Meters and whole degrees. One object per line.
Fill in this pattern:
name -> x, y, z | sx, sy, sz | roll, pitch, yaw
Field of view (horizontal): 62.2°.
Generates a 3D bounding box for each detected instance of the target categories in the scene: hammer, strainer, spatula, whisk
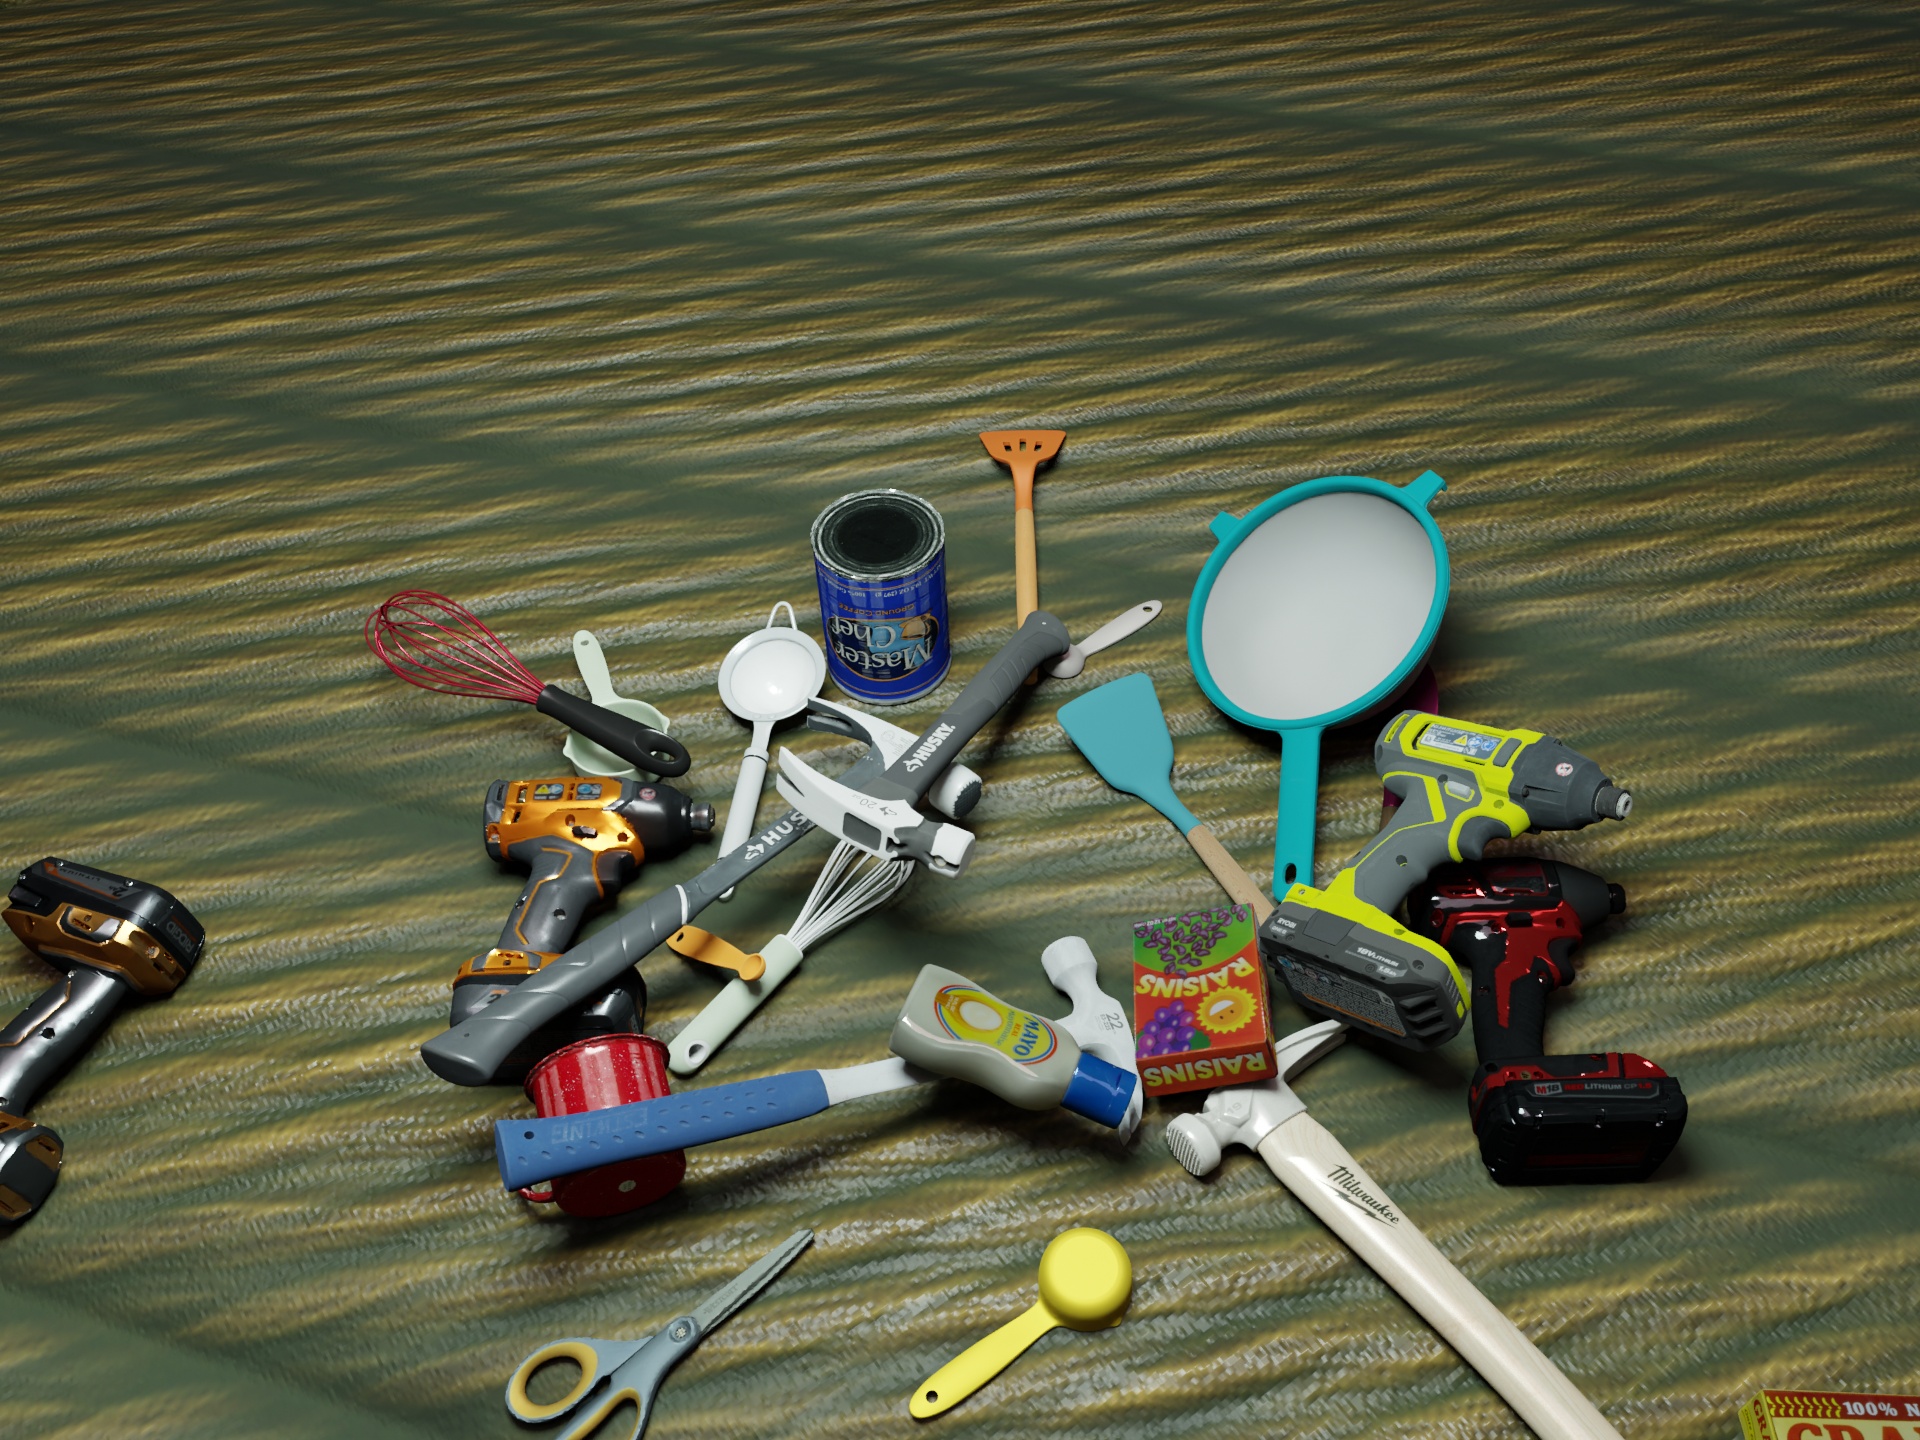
hammer -> 0.306, 0.348, 0.916 | 0.146, 0.038, 0.411 | -29, 54, -23
hammer -> -0.173, 0.108, 1.053 | 0.149, 0.036, 0.409 | 33, 49, 29
hammer -> -0.002, -0.004, 1.148 | 0.146, 0.035, 0.335 | 20, 34, 16
strainer -> -0.156, 0.023, 1.218 | 0.087, 0.050, 0.259 | 1, 54, 11
strainer -> 0.278, -0.015, 1.201 | 0.211, 0.095, 0.341 | -7, 65, 37
spatula -> 0.181, 0.092, 1.137 | 0.082, 0.044, 0.318 | -24, 52, -16
whisk -> -0.114, 0.152, 1.104 | 0.246, 0.057, 0.059 | -45, 26, -27
hammer -> -0.073, 0.228, 0.973 | 0.405, 0.035, 0.144 | -7, 49, -24
whisk -> -0.330, -0.026, 1.209 | 0.296, 0.073, 0.073 | 25, 54, 15
spatula -> 0.057, -0.155, 1.377 | 0.081, 0.041, 0.323 | -1, 53, 2

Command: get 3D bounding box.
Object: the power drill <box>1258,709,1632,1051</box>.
power drill -> 0.311, 0.095, 1.030 | 0.171, 0.080, 0.223 | 17, 58, 47

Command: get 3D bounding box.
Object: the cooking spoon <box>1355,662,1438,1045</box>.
cooking spoon -> 0.307, 0.086, 1.138 | 0.017, 0.068, 0.319 | 27, 55, -14

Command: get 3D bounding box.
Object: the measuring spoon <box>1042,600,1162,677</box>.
measuring spoon -> 0.118, -0.073, 1.303 | 0.124, 0.018, 0.034 | -31, 54, -23

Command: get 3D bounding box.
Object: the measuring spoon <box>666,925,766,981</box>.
measuring spoon -> -0.168, 0.159, 1.089 | 0.117, 0.011, 0.021 | 10, 62, 48

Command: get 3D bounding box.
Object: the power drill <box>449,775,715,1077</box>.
power drill -> -0.258, 0.130, 1.104 | 0.164, 0.084, 0.227 | -2, 45, -2

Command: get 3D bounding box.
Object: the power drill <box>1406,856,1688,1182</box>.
power drill -> 0.383, 0.182, 1.034 | 0.143, 0.078, 0.220 | -2, 46, 1

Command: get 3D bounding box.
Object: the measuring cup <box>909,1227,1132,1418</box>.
measuring cup -> 0.035, 0.352, 0.926 | 0.156, 0.029, 0.062 | -29, 54, -23

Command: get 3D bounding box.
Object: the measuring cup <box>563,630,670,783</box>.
measuring cup -> -0.277, -0.007, 1.251 | 0.083, 0.038, 0.168 | -18, 49, -13

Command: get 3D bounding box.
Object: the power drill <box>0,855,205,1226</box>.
power drill -> -0.641, 0.205, 1.057 | 0.185, 0.084, 0.226 | 12, 55, 14
